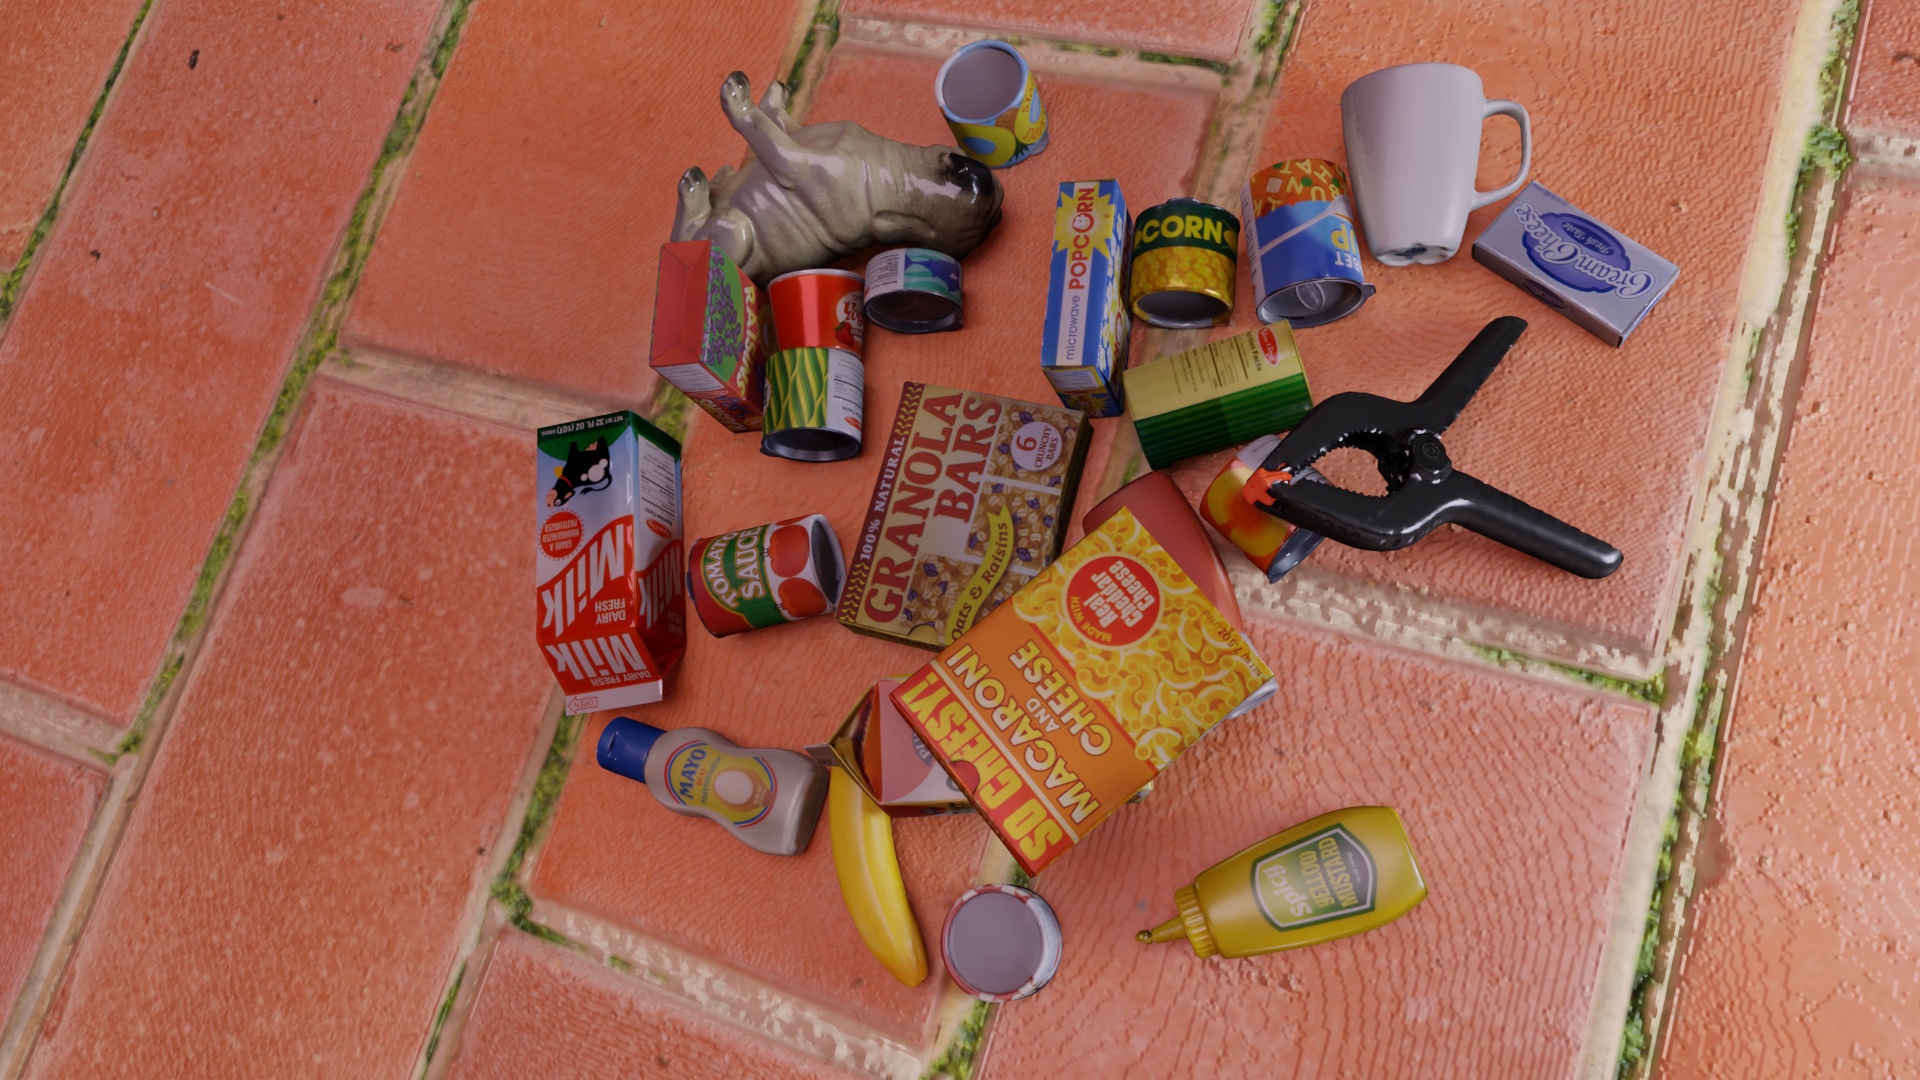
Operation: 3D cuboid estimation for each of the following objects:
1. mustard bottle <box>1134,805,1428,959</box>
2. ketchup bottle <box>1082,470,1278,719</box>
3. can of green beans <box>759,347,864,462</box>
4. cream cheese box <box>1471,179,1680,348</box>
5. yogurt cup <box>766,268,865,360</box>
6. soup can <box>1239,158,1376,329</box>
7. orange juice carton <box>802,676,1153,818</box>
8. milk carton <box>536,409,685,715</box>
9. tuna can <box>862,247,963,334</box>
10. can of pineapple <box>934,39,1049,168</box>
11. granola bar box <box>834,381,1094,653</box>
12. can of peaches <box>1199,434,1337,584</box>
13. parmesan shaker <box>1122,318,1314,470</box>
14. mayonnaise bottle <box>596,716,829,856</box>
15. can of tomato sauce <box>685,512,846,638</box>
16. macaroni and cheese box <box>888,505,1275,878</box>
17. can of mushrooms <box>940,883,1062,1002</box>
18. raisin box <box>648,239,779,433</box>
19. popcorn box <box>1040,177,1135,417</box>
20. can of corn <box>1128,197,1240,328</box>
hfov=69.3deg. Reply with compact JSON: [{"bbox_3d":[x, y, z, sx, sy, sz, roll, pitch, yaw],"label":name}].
[{"bbox_3d":[0.171,0.196,0.762,0.160,0.048,0.065,-23,68,9],"label":"mustard bottle"},{"bbox_3d":[0.133,0.034,0.824,0.064,0.043,0.149,-34,68,12],"label":"ketchup bottle"},{"bbox_3d":[-0.097,-0.089,0.917,0.071,0.071,0.058,-4,73,16],"label":"can of green beans"},{"bbox_3d":[0.363,-0.165,0.824,0.104,0.024,0.053,41,89,23],"label":"cream cheese box"},{"bbox_3d":[-0.095,-0.147,0.936,0.072,0.072,0.054,-6,81,15],"label":"yogurt cup"},{"bbox_3d":[0.212,-0.182,0.851,0.071,0.071,0.084,-8,72,14],"label":"soup can"},{"bbox_3d":[0.009,0.118,0.799,0.193,0.071,0.073,-4,73,1],"label":"orange juice carton"},{"bbox_3d":[-0.232,0.018,0.922,0.072,0.073,0.191,-10,72,14],"label":"milk carton"},{"bbox_3d":[-0.029,-0.164,0.921,0.071,0.071,0.033,-3,73,16],"label":"tuna can"},{"bbox_3d":[0.023,-0.297,0.946,0.071,0.057,0.071,-4,73,15],"label":"can of pineapple"},{"bbox_3d":[0.003,-0.011,0.879,0.124,0.039,0.166,12,78,20],"label":"granola bar box"},{"bbox_3d":[0.182,-0.018,0.814,0.071,0.071,0.058,-45,68,1],"label":"can of peaches"},{"bbox_3d":[0.156,-0.089,0.843,0.103,0.071,0.071,-16,71,12],"label":"parmesan shaker"},{"bbox_3d":[-0.160,0.149,0.879,0.148,0.041,0.065,15,81,19],"label":"mayonnaise bottle"},{"bbox_3d":[-0.123,0.022,0.890,0.083,0.071,0.071,-13,71,13],"label":"can of tomato sauce"},{"bbox_3d":[0.064,0.080,0.749,0.167,0.040,0.124,-38,75,-9],"label":"macaroni and cheese box"},{"bbox_3d":[0.021,0.233,0.805,0.071,0.033,0.071,-4,74,15],"label":"can of mushrooms"},{"bbox_3d":[-0.158,-0.131,0.916,0.040,0.123,0.086,-4,73,15],"label":"raisin box"},{"bbox_3d":[0.083,-0.150,0.871,0.038,0.085,0.127,2,75,18],"label":"popcorn box"},{"bbox_3d":[0.139,-0.172,0.868,0.071,0.071,0.058,2,76,17],"label":"can of corn"}]
